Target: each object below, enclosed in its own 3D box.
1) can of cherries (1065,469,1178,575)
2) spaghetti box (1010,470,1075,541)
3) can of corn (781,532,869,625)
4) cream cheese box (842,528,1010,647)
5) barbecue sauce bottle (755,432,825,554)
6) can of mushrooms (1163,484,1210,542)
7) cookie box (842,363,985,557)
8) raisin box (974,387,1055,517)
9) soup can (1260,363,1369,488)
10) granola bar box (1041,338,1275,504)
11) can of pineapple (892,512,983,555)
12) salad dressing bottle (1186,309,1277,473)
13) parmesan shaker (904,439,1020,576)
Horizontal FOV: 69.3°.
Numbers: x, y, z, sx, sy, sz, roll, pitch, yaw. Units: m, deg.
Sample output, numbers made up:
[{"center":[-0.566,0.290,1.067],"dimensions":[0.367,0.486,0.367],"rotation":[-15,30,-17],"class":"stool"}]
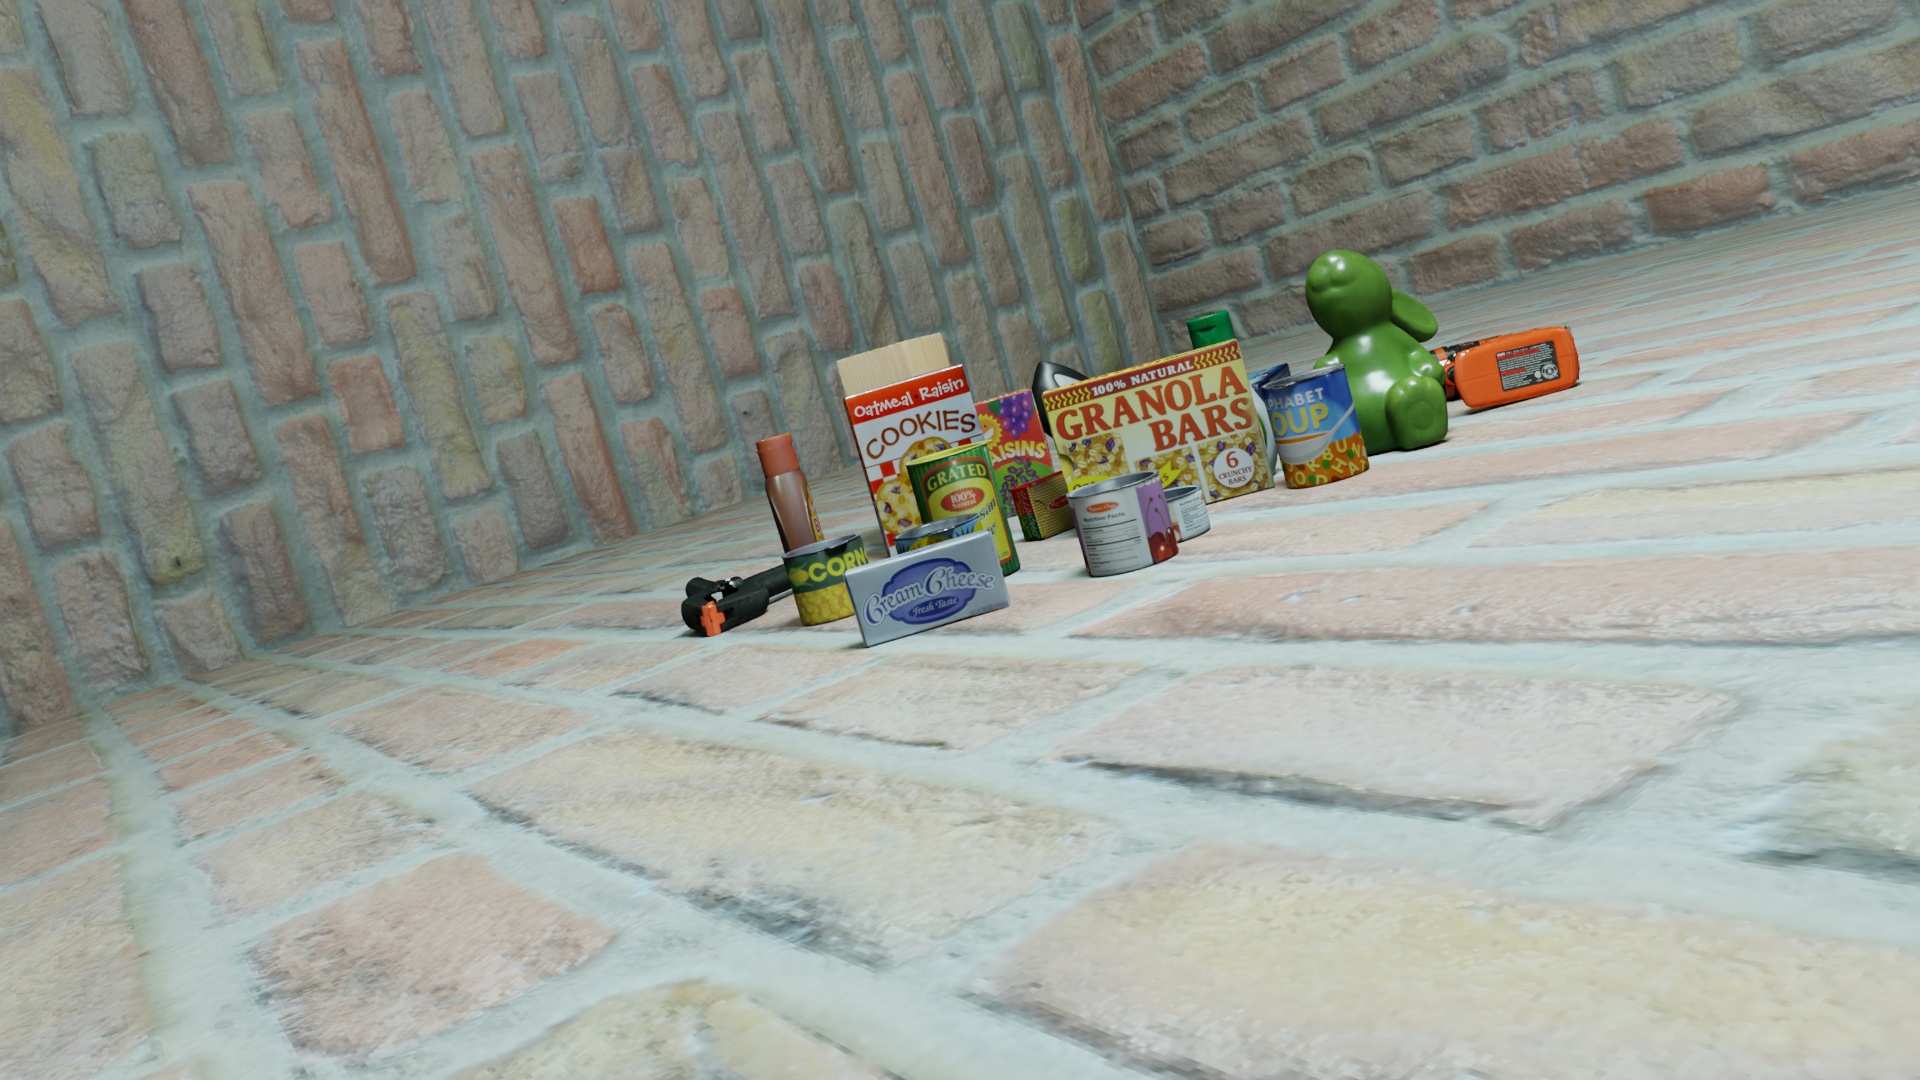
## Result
[{"center":[0.113,-0.013,0.957],"dimensions":[0.071,0.058,0.071],"rotation":[-16,7,2],"class":"can of cherries"},{"center":[0.149,-0.058,1.279],"dimensions":[0.251,0.050,0.028],"rotation":[-21,8,-38],"class":"spaghetti box"},{"center":[-0.102,0.031,1.109],"dimensions":[0.071,0.058,0.071],"rotation":[-16,7,2],"class":"can of corn"},{"center":[-0.022,0.032,0.935],"dimensions":[0.104,0.053,0.024],"rotation":[-16,6,-1],"class":"cream cheese box"},{"center":[-0.167,-0.032,1.386],"dimensions":[0.044,0.148,0.065],"rotation":[-16,6,-3],"class":"barbecue sauce bottle"},{"center":[0.146,-0.016,1.017],"dimensions":[0.071,0.033,0.071],"rotation":[-16,7,2],"class":"can of mushrooms"},{"center":[-0.036,-0.080,1.385],"dimensions":[0.123,0.167,0.040],"rotation":[-17,6,-8],"class":"cookie box"},{"center":[0.049,-0.089,1.448],"dimensions":[0.086,0.123,0.040],"rotation":[-16,6,1],"class":"raisin box"},{"center":[0.275,-0.088,1.082],"dimensions":[0.071,0.083,0.071],"rotation":[-16,6,2],"class":"soup can"},{"center":[0.162,-0.084,1.143],"dimensions":[0.165,0.124,0.039],"rotation":[-15,6,11],"class":"granola bar box"},{"center":[-0.011,0.017,1.011],"dimensions":[0.071,0.057,0.071],"rotation":[-16,7,2],"class":"can of pineapple"},{"center":[0.230,-0.122,1.192],"dimensions":[0.064,0.147,0.044],"rotation":[-13,7,23],"class":"salad dressing bottle"},{"center":[0.005,-0.020,1.078],"dimensions":[0.071,0.103,0.071],"rotation":[-16,6,2],"class":"parmesan shaker"}]
